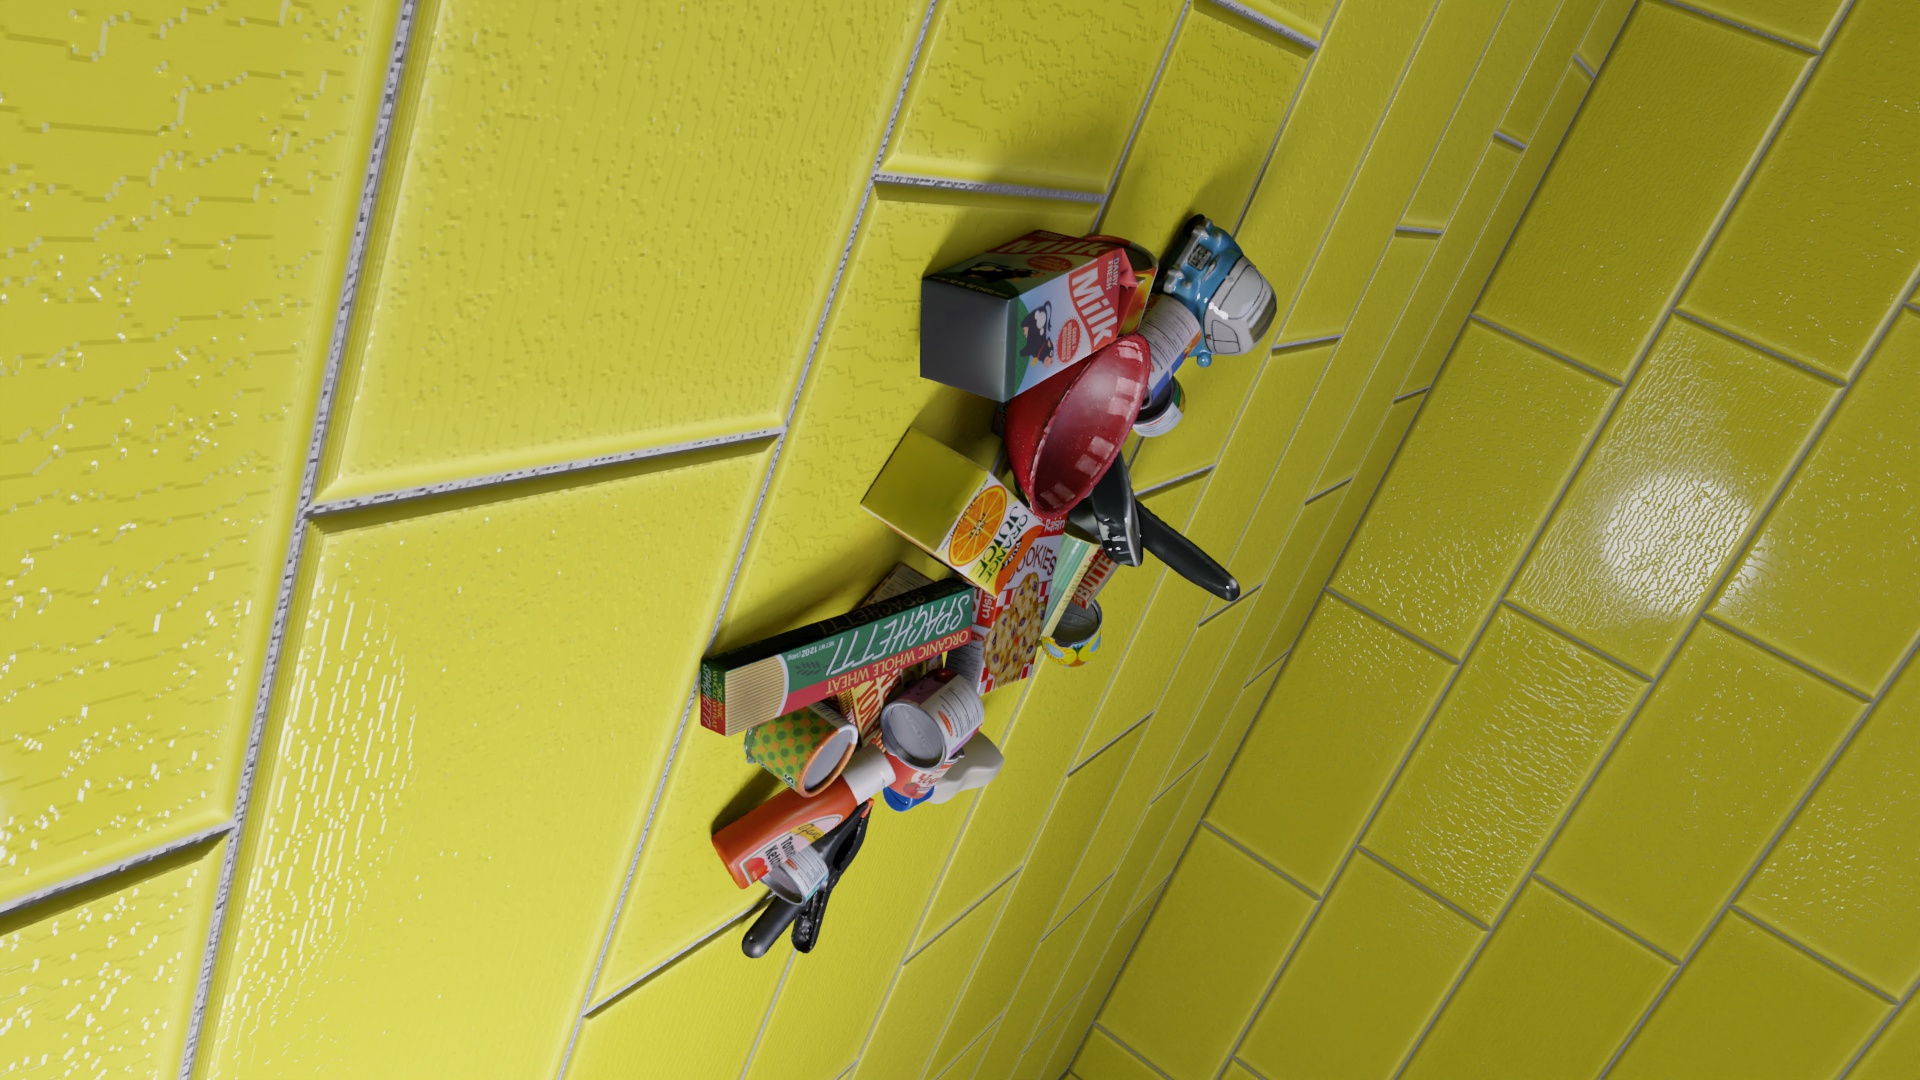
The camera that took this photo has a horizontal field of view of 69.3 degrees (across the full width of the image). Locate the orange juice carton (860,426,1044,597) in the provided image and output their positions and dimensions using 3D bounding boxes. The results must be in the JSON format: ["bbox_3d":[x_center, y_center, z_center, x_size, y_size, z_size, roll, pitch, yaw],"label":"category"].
[{"bbox_3d":[0.004,-0.013,1.074,0.072,0.073,0.192,-57,156,-2],"label":"orange juice carton"}]

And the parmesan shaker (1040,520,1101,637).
[{"bbox_3d":[0.080,0.032,1.320,0.103,0.071,0.071,-62,158,11],"label":"parmesan shaker"}]

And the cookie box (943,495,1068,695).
[{"bbox_3d":[0.040,0.045,1.234,0.123,0.040,0.167,-6,110,-64],"label":"cookie box"}]

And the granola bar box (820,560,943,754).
[{"bbox_3d":[-0.068,0.110,1.139,0.125,0.039,0.164,-48,157,-26],"label":"granola bar box"}]

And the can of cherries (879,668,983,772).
[{"bbox_3d":[-0.025,0.147,1.140,0.059,0.071,0.071,-37,150,-46],"label":"can of cherries"}]

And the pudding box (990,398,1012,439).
[{"bbox_3d":[0.057,-0.123,1.114,0.050,0.030,0.083,-35,148,-44],"label":"pudding box"}]

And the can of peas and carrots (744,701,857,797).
[{"bbox_3d":[-0.122,0.154,1.053,0.071,0.059,0.070,-46,155,-29],"label":"can of peas and carrots"}]

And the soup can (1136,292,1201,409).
[{"bbox_3d":[0.165,-0.169,1.243,0.084,0.071,0.071,-51,157,-19],"label":"soup can"}]

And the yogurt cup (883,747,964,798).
[{"bbox_3d":[-0.042,0.201,1.284,0.053,0.072,0.072,-57,160,17],"label":"yogurt cup"}]

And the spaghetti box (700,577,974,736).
[{"bbox_3d":[-0.081,0.079,1.011,0.251,0.029,0.050,-17,118,-45],"label":"spaghetti box"}]

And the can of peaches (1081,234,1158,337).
[{"bbox_3d":[0.114,-0.200,1.090,0.071,0.071,0.057,-34,148,-47],"label":"can of peaches"}]

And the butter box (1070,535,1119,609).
[{"bbox_3d":[0.139,0.017,1.446,0.104,0.053,0.024,-51,160,-16],"label":"butter box"}]

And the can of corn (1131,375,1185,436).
[{"bbox_3d":[0.174,-0.137,1.306,0.071,0.071,0.058,-60,159,2],"label":"can of corn"}]

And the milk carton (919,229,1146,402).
[{"bbox_3d":[0.055,-0.167,0.977,0.191,0.072,0.073,-34,135,-47],"label":"milk carton"}]

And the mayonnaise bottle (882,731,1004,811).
[{"bbox_3d":[-0.020,0.229,1.376,0.148,0.065,0.041,-15,141,-54],"label":"mayonnaise bottle"}]

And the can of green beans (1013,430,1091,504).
[{"bbox_3d":[0.076,-0.069,1.178,0.071,0.071,0.057,-50,157,-20],"label":"can of green beans"}]

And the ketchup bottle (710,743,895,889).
[{"bbox_3d":[-0.122,0.214,1.097,0.149,0.043,0.064,-32,151,-18],"label":"ketchup bottle"}]

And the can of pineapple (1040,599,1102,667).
[{"bbox_3d":[0.117,0.096,1.486,0.071,0.071,0.057,-49,157,-23],"label":"can of pineapple"}]

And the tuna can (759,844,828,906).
[{"bbox_3d":[-0.144,0.268,1.149,0.033,0.071,0.070,-46,155,-31],"label":"tuna can"}]
